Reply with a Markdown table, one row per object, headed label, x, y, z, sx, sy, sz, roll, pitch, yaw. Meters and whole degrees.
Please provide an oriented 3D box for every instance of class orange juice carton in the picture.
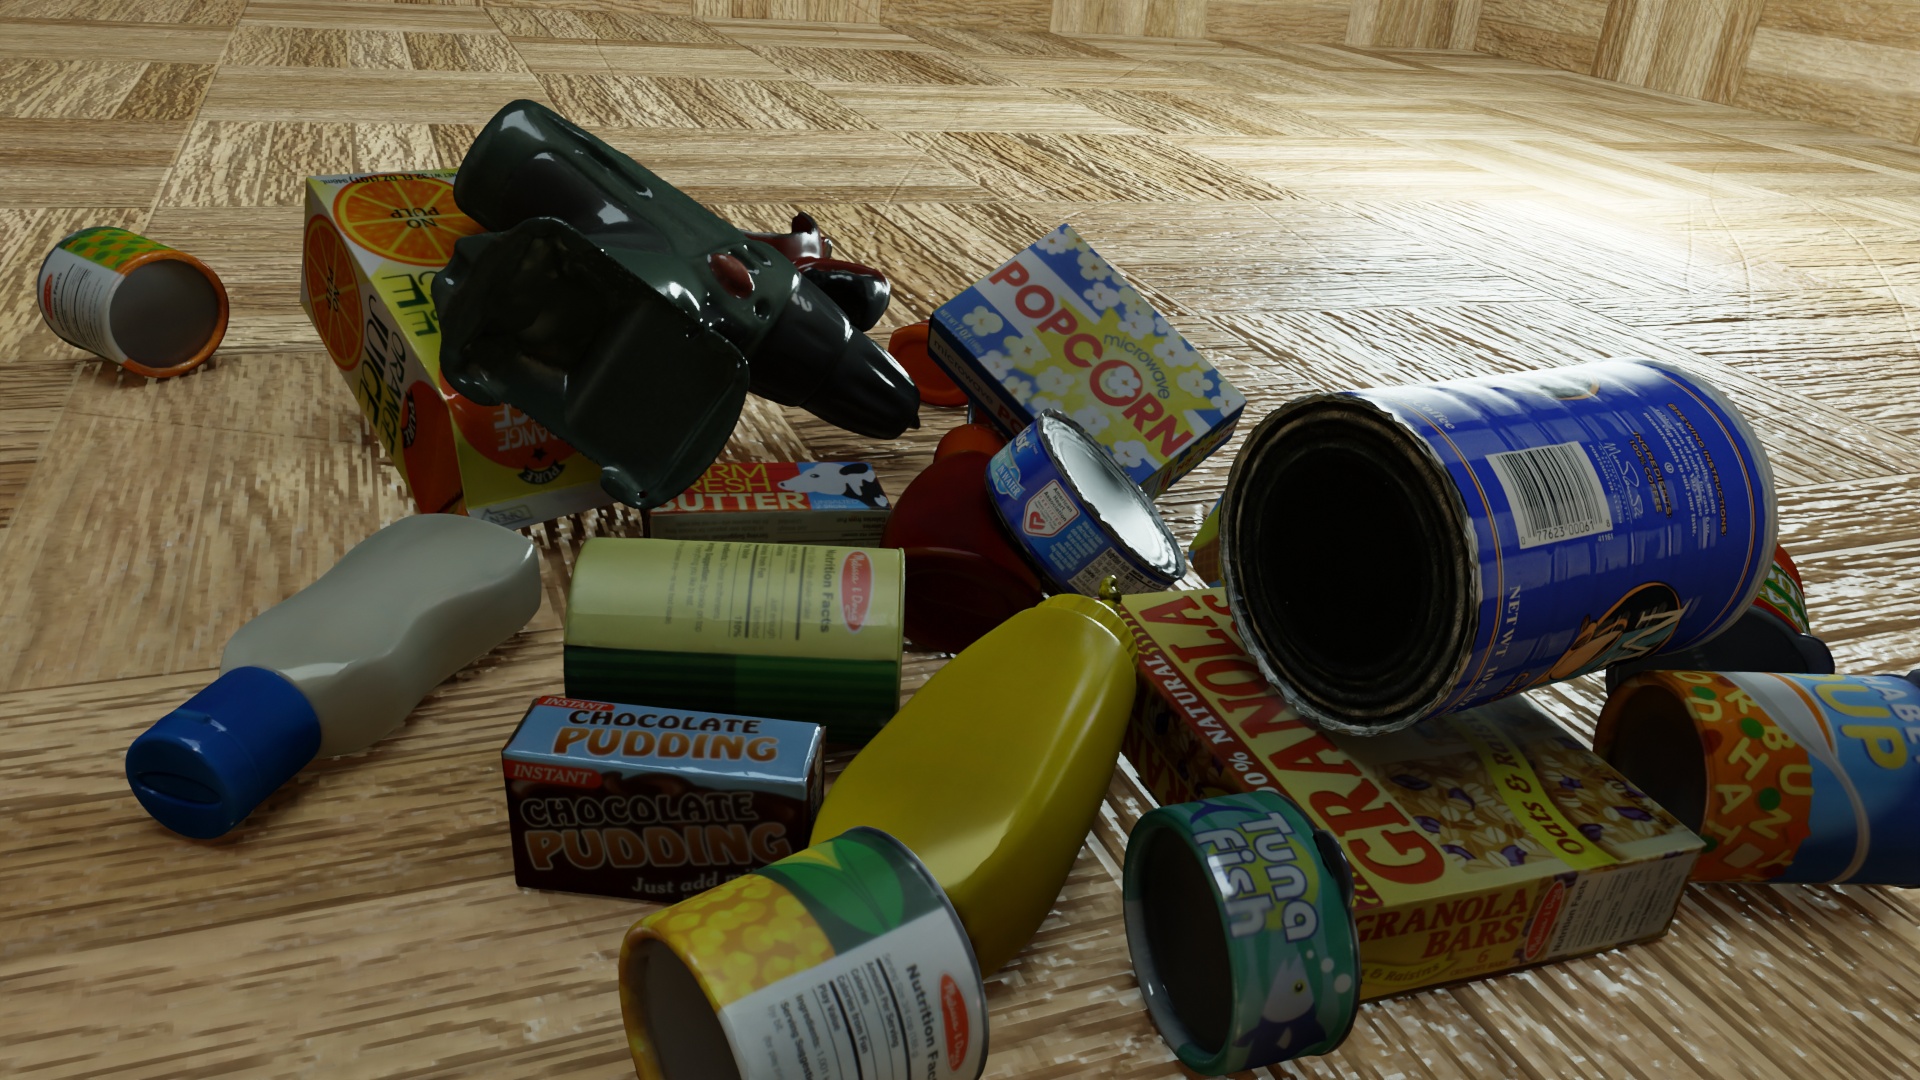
| label | x | y | z | sx | sy | sz | roll | pitch | yaw |
| --- | --- | --- | --- | --- | --- | --- | --- | --- | --- |
| orange juice carton | -0.217 | -0.077 | 0.607 | 0.072 | 0.072 | 0.193 | -17 | 57 | -39 |

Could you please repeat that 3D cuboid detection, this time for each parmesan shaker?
| label | x | y | z | sx | sy | sz | roll | pitch | yaw |
| --- | --- | --- | --- | --- | --- | --- | --- | --- | --- |
| parmesan shaker | -0.071 | 0.032 | 0.457 | 0.103 | 0.071 | 0.071 | 3 | 26 | -4 |

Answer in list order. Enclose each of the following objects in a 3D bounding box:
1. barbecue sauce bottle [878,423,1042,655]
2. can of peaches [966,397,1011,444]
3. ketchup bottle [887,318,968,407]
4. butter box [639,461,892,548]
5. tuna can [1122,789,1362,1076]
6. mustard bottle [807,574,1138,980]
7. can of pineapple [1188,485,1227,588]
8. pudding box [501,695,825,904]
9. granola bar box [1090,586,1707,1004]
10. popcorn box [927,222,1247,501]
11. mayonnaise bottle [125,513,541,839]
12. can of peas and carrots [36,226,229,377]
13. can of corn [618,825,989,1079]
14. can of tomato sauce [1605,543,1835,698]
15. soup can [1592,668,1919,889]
| label | x | y | z | sx | sy | sz | roll | pitch | yaw |
| --- | --- | --- | --- | --- | --- | --- | --- | --- | --- |
| barbecue sauce bottle | 0.002 | -0.007 | 0.577 | 0.065 | 0.043 | 0.149 | 16 | 25 | -4 |
| can of peaches | 0.034 | -0.073 | 0.695 | 0.058 | 0.071 | 0.071 | 4 | 26 | -3 |
| ketchup bottle | 0.024 | -0.116 | 0.806 | 0.065 | 0.043 | 0.149 | 20 | 29 | 28 |
| butter box | -0.084 | -0.013 | 0.594 | 0.104 | 0.024 | 0.053 | -2 | 26 | -14 |
| tuna can | 0.069 | 0.096 | 0.347 | 0.033 | 0.070 | 0.071 | -5 | 27 | -17 |
| mustard bottle | 0.018 | 0.058 | 0.413 | 0.065 | 0.048 | 0.161 | 10 | 36 | 28 |
| can of pineapple | 0.133 | -0.002 | 0.554 | 0.071 | 0.057 | 0.071 | 23 | 24 | -11 |
| pudding box | -0.081 | 0.074 | 0.388 | 0.084 | 0.049 | 0.030 | 6 | 27 | 2 |
| granola bar box | 0.125 | 0.070 | 0.448 | 0.124 | 0.039 | 0.166 | -4 | 27 | -20 |
| popcorn box | 0.056 | -0.076 | 0.640 | 0.085 | 0.038 | 0.127 | -37 | 74 | -20 |
| mayonnaise bottle | -0.199 | 0.038 | 0.451 | 0.065 | 0.041 | 0.149 | 9 | 27 | 12 |
| can of peas and carrots | -0.417 | -0.122 | 0.707 | 0.059 | 0.070 | 0.071 | 20 | 30 | 27 |
| can of corn | -0.038 | 0.106 | 0.314 | 0.058 | 0.070 | 0.071 | -16 | 33 | -36 |
| can of tomato sauce | 0.279 | 0.035 | 0.514 | 0.071 | 0.071 | 0.083 | 16 | 27 | 21 |
| soup can | 0.253 | 0.071 | 0.432 | 0.084 | 0.071 | 0.071 | 2 | 26 | -6 |
